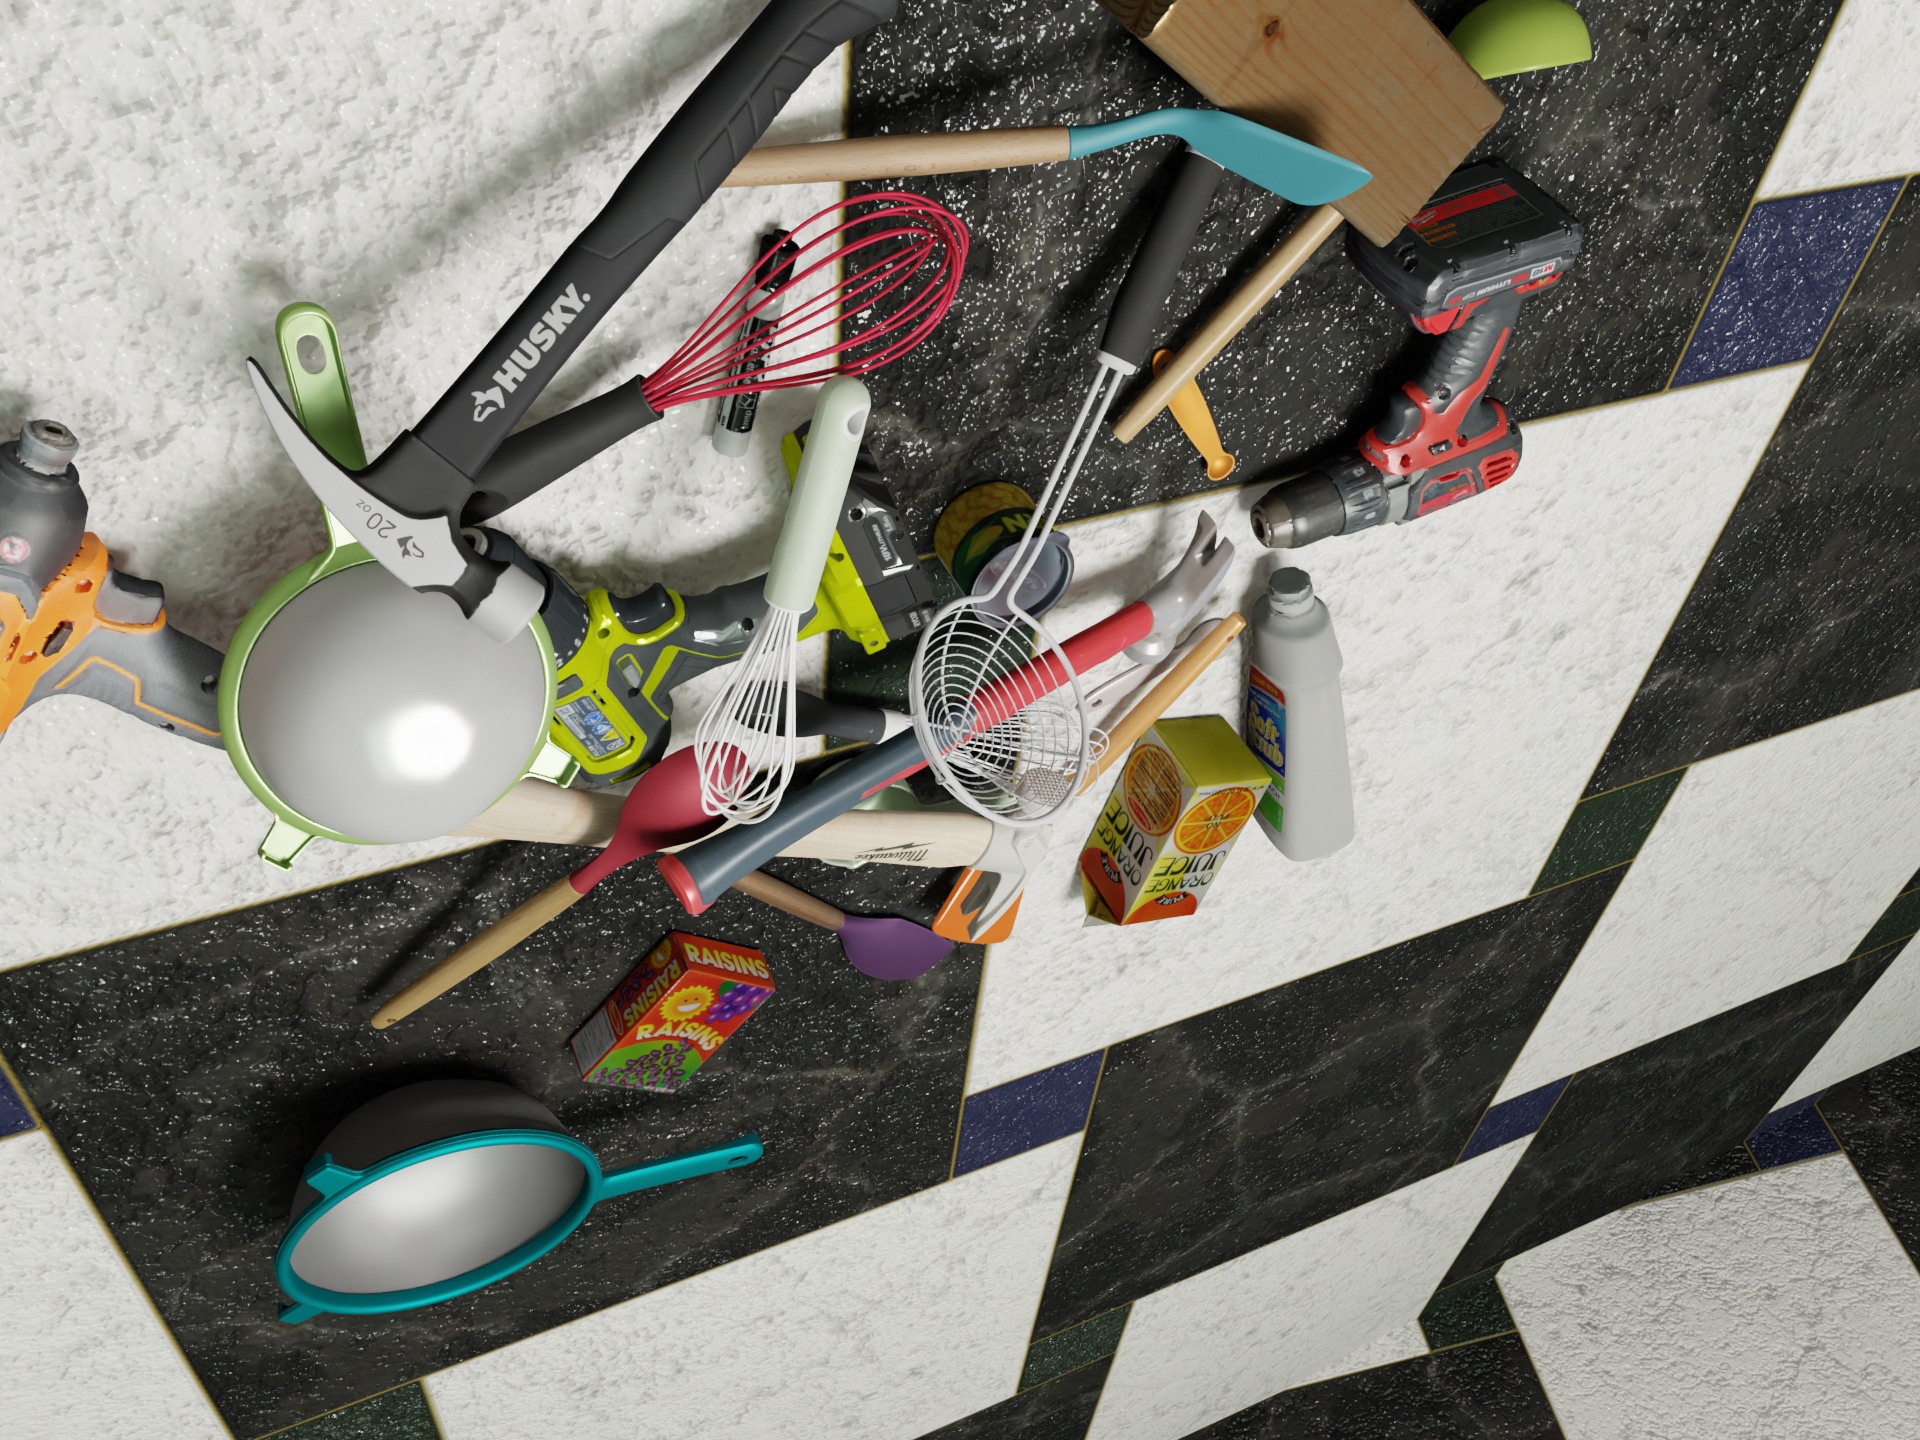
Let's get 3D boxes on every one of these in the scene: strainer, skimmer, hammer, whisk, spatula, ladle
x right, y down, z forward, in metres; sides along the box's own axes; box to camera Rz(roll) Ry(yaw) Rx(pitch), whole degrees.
[{"bbox_3d":[-0.251,-0.048,0.690,0.151,0.069,0.256,-17,120,-24],"label":"strainer"},{"bbox_3d":[0.074,-0.123,0.832,0.127,0.090,0.363,15,104,-39],"label":"skimmer"},{"bbox_3d":[-0.001,-0.003,0.933,0.386,0.038,0.143,-30,165,-24],"label":"hammer"},{"bbox_3d":[-0.019,0.008,1.026,0.284,0.070,0.070,9,126,-34],"label":"whisk"},{"bbox_3d":[-0.105,0.137,1.132,0.060,0.018,0.315,-40,142,12],"label":"spatula"},{"bbox_3d":[-0.307,0.304,1.118,0.340,0.095,0.211,-4,137,-33],"label":"strainer"},{"bbox_3d":[-0.087,-0.052,0.774,0.058,0.059,0.246,-22,138,-52],"label":"whisk"},{"bbox_3d":[0.025,-0.252,0.728,0.317,0.082,0.044,-6,99,-6],"label":"spatula"},{"bbox_3d":[0.206,-0.265,0.875,0.062,0.078,0.320,41,111,-9],"label":"ladle"},{"bbox_3d":[-0.143,-0.203,0.657,0.146,0.035,0.335,40,87,-26],"label":"hammer"},{"bbox_3d":[-0.244,0.107,0.935,0.315,0.031,0.069,-34,142,22],"label":"ladle"},{"bbox_3d":[-0.136,0.074,0.982,0.410,0.038,0.146,6,134,-26],"label":"hammer"},{"bbox_3d":[-0.129,-0.160,0.747,0.296,0.073,0.073,-25,143,11],"label":"whisk"},{"bbox_3d":[0.094,0.045,1.138,0.081,0.041,0.322,16,126,-43],"label":"spatula"}]

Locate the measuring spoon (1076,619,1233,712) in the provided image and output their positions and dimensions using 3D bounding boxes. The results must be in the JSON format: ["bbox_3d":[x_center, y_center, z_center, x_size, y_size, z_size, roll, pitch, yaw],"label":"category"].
[{"bbox_3d":[0.139,-0.032,1.113,0.124,0.018,0.034,-28,142,-3],"label":"measuring spoon"}]

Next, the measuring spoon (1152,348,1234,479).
[{"bbox_3d":[0.139,-0.185,0.959,0.021,0.011,0.116,-36,138,5],"label":"measuring spoon"}]

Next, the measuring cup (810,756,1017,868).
[{"bbox_3d":[-0.030,0.051,1.076,0.167,0.038,0.083,-9,136,-29],"label":"measuring cup"}]

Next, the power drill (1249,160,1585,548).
[{"bbox_3d":[0.271,-0.206,0.973,0.188,0.080,0.226,-21,143,-13],"label":"power drill"}]

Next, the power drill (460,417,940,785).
[{"bbox_3d":[-0.140,-0.068,0.829,0.228,0.080,0.190,-24,146,0],"label":"power drill"}]

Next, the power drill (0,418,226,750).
[{"bbox_3d":[-0.355,-0.040,0.729,0.226,0.084,0.164,17,119,-40],"label":"power drill"}]
